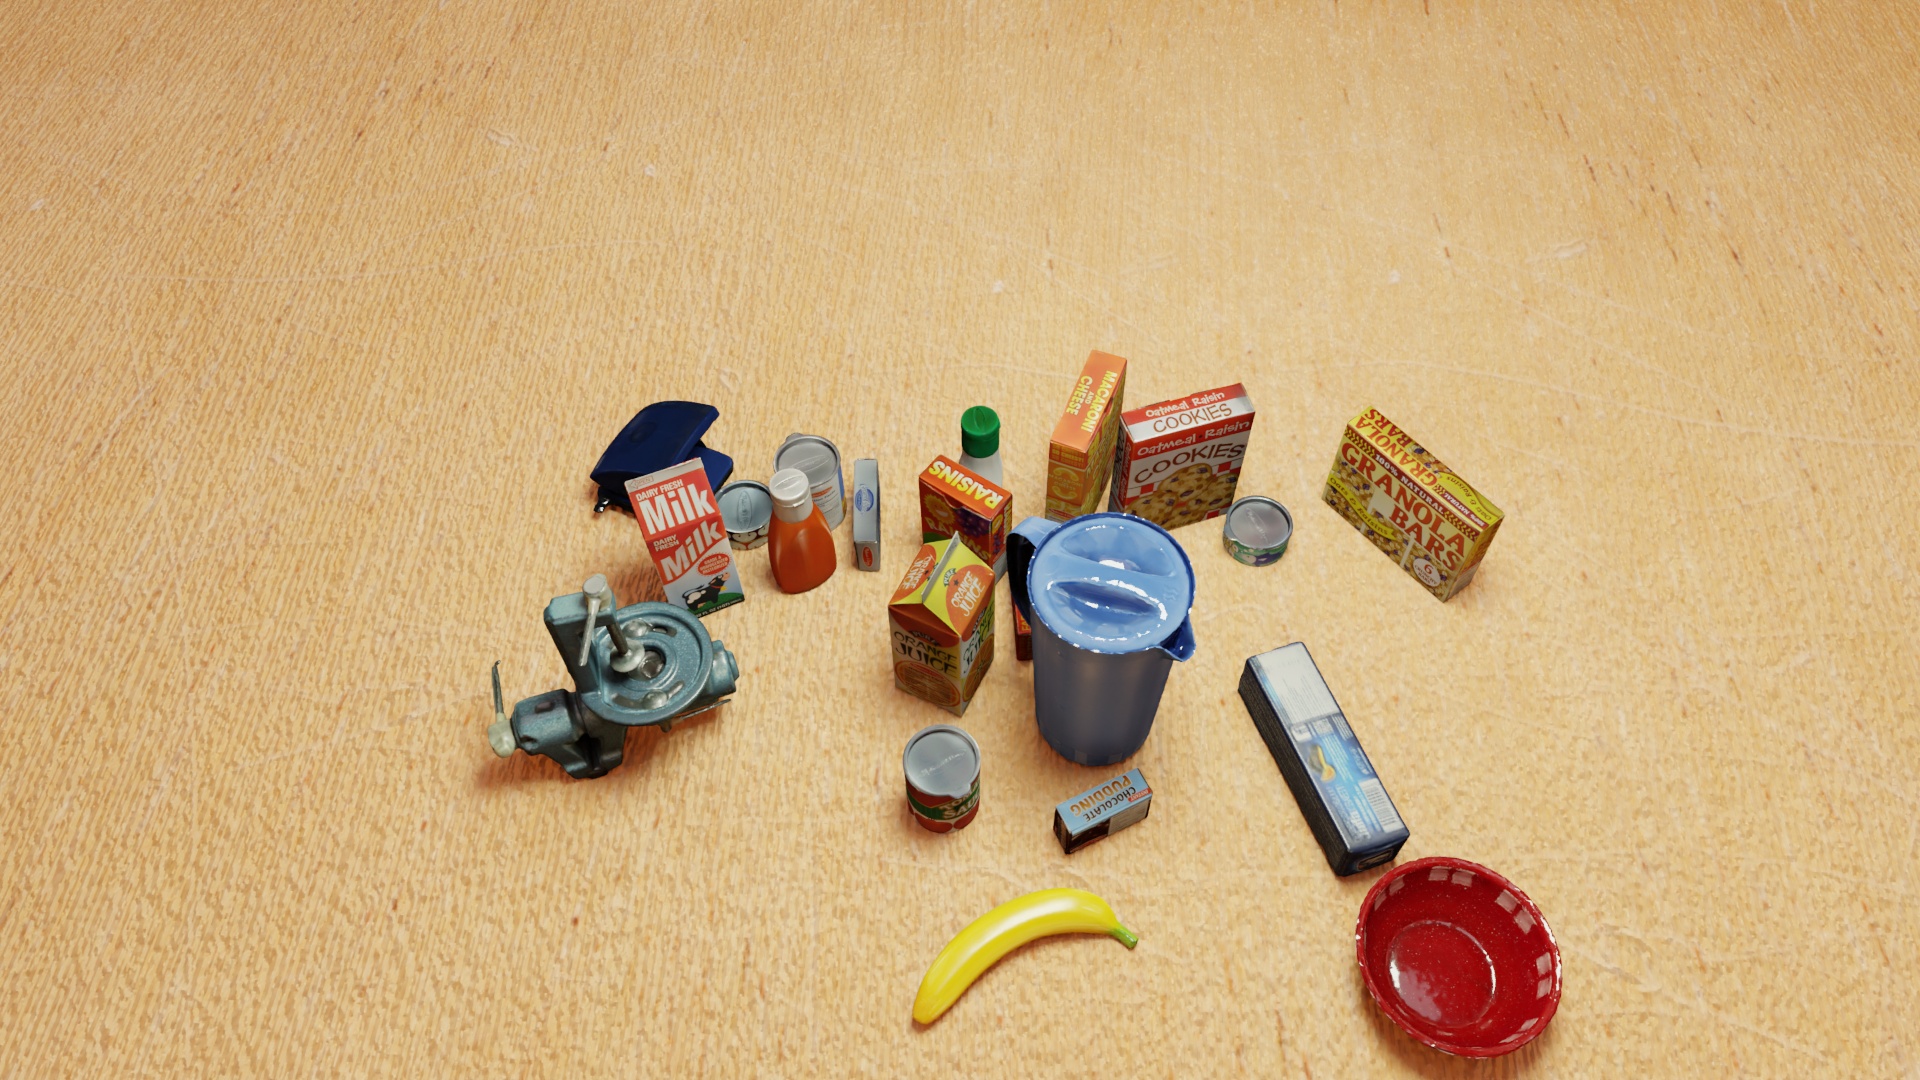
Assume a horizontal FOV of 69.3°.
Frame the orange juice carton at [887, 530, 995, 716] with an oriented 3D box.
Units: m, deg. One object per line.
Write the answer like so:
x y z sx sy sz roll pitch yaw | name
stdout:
-0.016 0.072 1.232 0.073 0.191 0.072 22 59 15 | orange juice carton

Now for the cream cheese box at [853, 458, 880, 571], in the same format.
-0.093 -0.026 1.384 0.024 0.053 0.104 -2 55 -1 | cream cheese box

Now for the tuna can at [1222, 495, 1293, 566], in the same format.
0.293 -0.008 1.381 0.071 0.032 0.071 0 55 0 | tuna can

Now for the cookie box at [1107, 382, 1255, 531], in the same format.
0.210 -0.073 1.345 0.123 0.166 0.040 -15 57 -10 | cookie box

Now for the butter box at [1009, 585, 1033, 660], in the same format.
0.062 0.058 1.325 0.024 0.052 0.104 -3 55 -1 | butter box

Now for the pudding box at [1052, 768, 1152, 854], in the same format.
0.123 0.235 1.203 0.084 0.049 0.030 -23 58 -14 | pudding box

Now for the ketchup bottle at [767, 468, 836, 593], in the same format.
-0.154 -0.009 1.316 0.065 0.148 0.044 -27 59 -17 | ketchup bottle

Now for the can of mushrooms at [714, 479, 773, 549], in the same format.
-0.219 -0.026 1.398 0.071 0.033 0.071 0 55 0 | can of mushrooms

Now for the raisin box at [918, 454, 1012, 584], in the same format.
0.005 -0.017 1.335 0.086 0.122 0.040 31 61 20 | raisin box

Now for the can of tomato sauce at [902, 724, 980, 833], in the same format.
-0.014 0.209 1.203 0.071 0.082 0.071 0 55 1 | can of tomato sauce

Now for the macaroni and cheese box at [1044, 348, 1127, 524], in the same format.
0.122 -0.085 1.355 0.040 0.165 0.124 18 58 13 | macaroni and cheese box

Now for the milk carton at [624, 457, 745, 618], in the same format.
-0.258 -0.008 1.291 0.072 0.189 0.074 -20 58 -13 | milk carton

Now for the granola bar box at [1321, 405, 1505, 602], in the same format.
0.432 -0.034 1.342 0.039 0.123 0.166 -33 61 -20 | granola bar box

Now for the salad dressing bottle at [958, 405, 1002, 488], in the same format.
0.019 -0.073 1.359 0.044 0.147 0.064 -9 56 -5 | salad dressing bottle

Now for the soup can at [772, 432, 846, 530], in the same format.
-0.150 -0.057 1.388 0.071 0.083 0.072 0 55 1 | soup can
